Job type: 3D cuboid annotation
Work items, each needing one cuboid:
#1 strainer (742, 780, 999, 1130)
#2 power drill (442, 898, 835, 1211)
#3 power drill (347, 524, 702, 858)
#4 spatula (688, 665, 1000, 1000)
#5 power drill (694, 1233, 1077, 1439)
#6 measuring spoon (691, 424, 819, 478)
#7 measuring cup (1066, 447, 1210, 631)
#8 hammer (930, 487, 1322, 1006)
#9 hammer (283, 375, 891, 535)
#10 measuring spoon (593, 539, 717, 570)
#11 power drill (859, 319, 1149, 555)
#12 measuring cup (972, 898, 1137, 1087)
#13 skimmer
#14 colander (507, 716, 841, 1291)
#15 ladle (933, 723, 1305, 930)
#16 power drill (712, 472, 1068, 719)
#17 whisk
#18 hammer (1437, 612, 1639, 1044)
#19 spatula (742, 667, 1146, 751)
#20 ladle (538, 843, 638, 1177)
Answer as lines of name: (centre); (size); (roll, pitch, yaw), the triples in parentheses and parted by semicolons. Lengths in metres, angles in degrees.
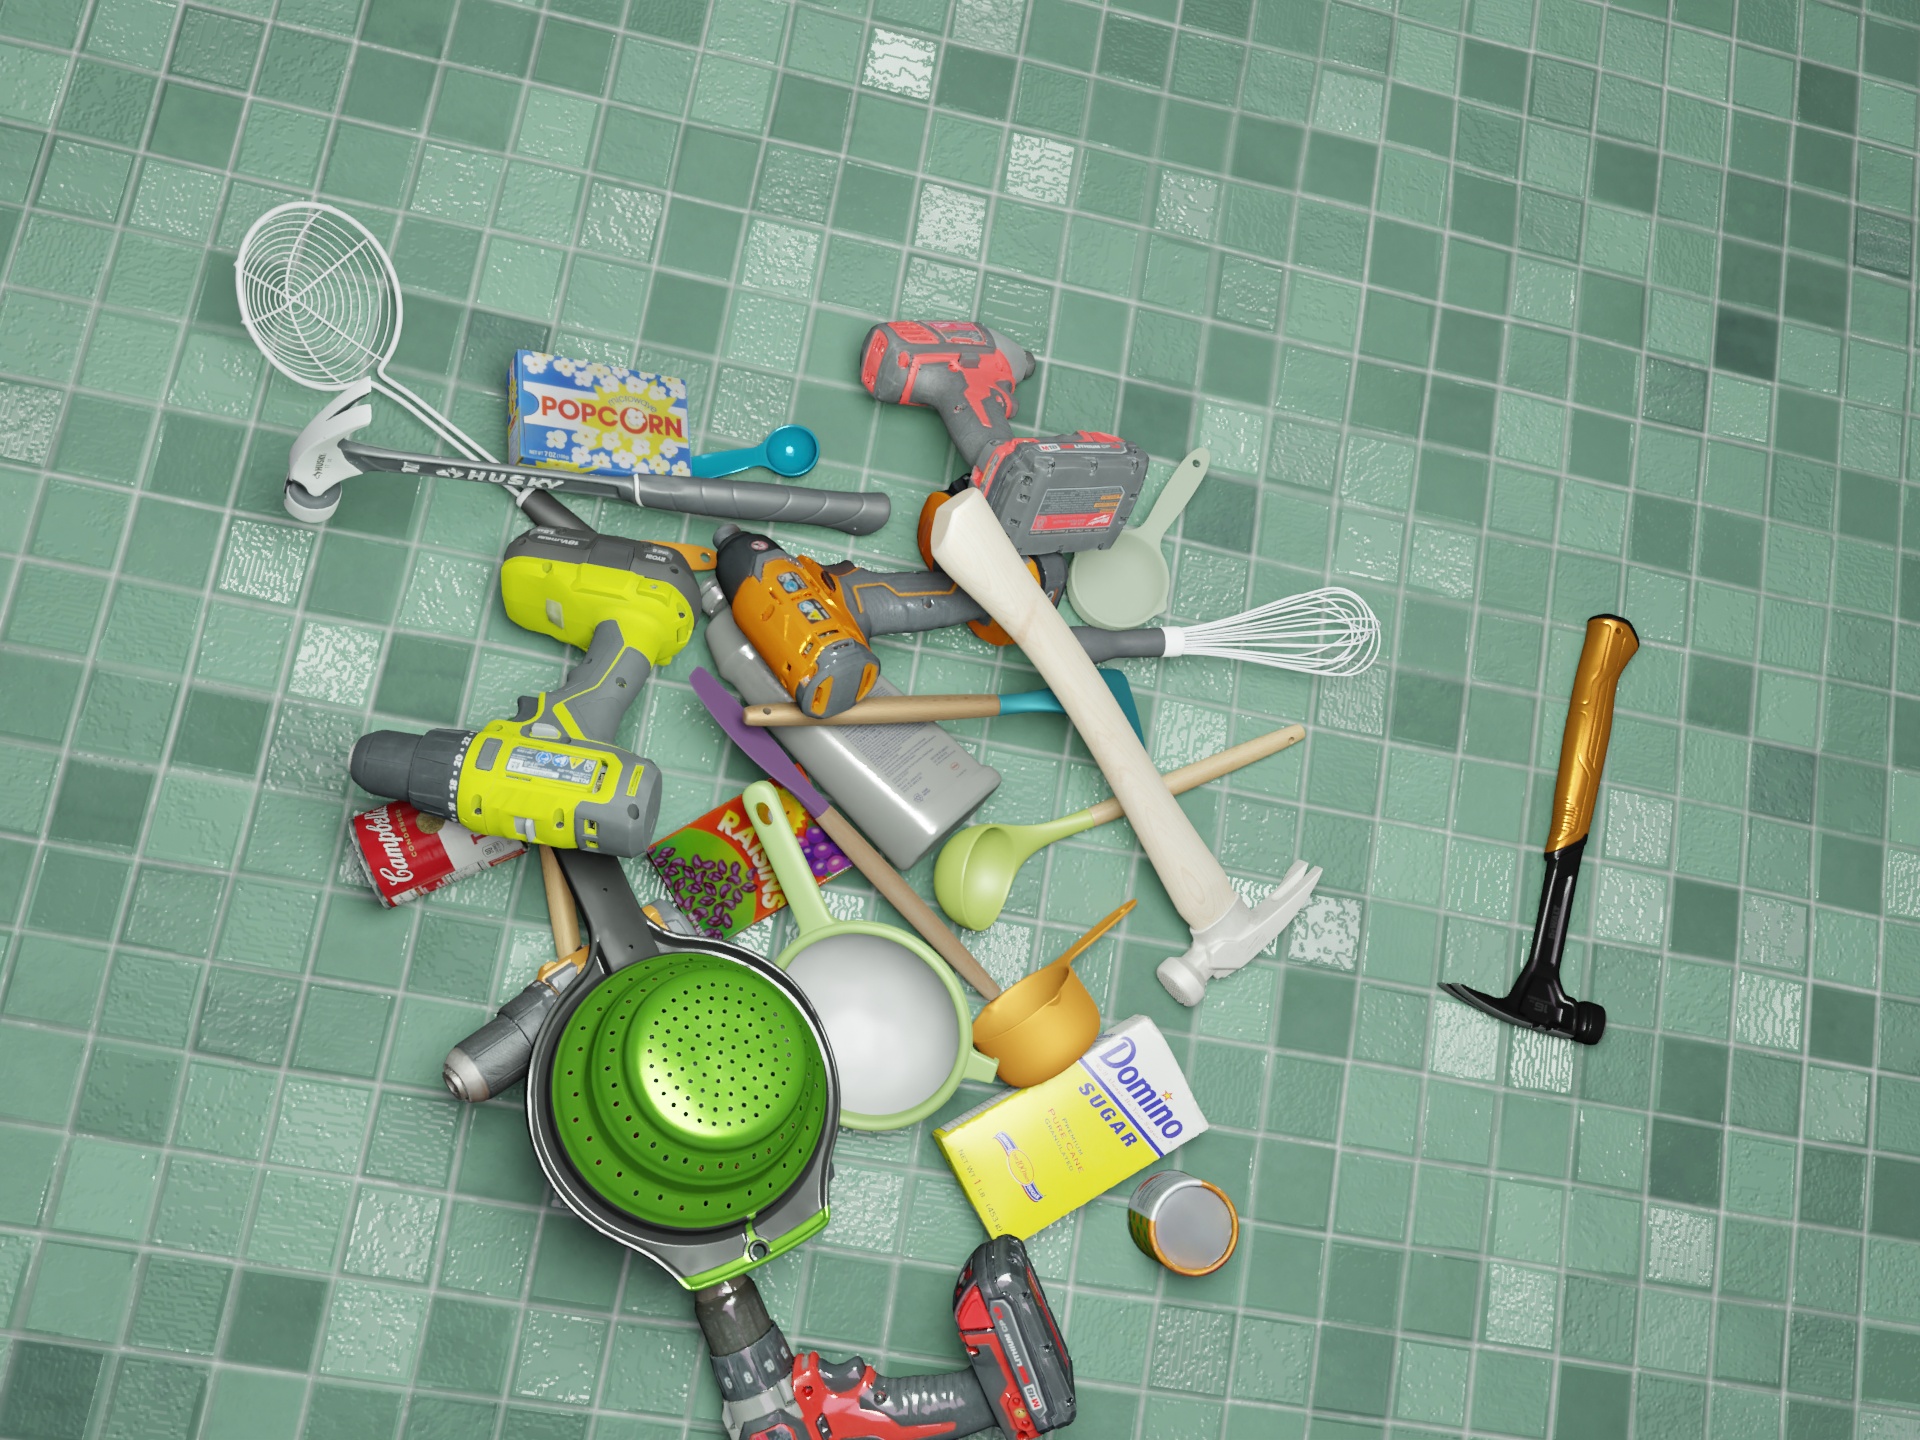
strainer: (-0.082, 0.155, 1.103); (0.151, 0.069, 0.256); (-24, 93, 16)
power drill: (-0.212, 0.255, 1.049); (0.185, 0.084, 0.226); (-32, 87, -34)
power drill: (-0.276, -0.021, 1.049); (0.190, 0.080, 0.229); (10, 50, 0)
spatula: (-0.079, 0.083, 1.110); (0.018, 0.060, 0.315); (-40, 102, 13)
power drill: (-0.054, 0.419, 1.053); (0.226, 0.080, 0.188); (-23, 90, 2)
measuring spoon: (-0.168, -0.190, 1.192); (0.128, 0.021, 0.042); (-12, 73, -2)
measuring cup: (0.142, -0.140, 1.222); (0.083, 0.038, 0.167); (35, 75, -2)
hammer: (0.112, 0.008, 1.114); (0.146, 0.038, 0.410); (-40, 112, -14)
hammer: (-0.237, -0.163, 1.088); (0.408, 0.149, 0.036); (2, 71, -28)
measuring spoon: (-0.223, -0.123, 1.147); (0.116, 0.011, 0.021); (3, 70, -34)
power drill: (0.033, -0.216, 1.153); (0.143, 0.078, 0.220); (-8, 46, -34)
measuring cup: (0.084, 0.196, 1.142); (0.173, 0.095, 0.052); (-37, 97, -32)
skimmer: (-0.348, -0.213, 1.123); (0.363, 0.090, 0.127); (39, 53, -3)
colander: (-0.196, 0.149, 1.006); (0.204, 0.094, 0.397); (-18, 71, -31)
ladle: (0.125, 0.068, 1.175); (0.320, 0.062, 0.078); (-21, 122, -16)
power drill: (-0.056, -0.100, 1.117); (0.226, 0.084, 0.164); (-21, 58, -32)
whisk: (0.186, -0.059, 1.187); (0.284, 0.070, 0.070); (-4, 81, -16)
hammer: (0.470, 0.073, 1.242); (0.127, 0.034, 0.337); (18, 78, -7)
spatula: (-0.002, -0.004, 1.126); (0.317, 0.044, 0.082); (-2, 67, -24)
ladle: (-0.271, 0.172, 1.104); (0.069, 0.031, 0.315); (-8, 79, -24)
